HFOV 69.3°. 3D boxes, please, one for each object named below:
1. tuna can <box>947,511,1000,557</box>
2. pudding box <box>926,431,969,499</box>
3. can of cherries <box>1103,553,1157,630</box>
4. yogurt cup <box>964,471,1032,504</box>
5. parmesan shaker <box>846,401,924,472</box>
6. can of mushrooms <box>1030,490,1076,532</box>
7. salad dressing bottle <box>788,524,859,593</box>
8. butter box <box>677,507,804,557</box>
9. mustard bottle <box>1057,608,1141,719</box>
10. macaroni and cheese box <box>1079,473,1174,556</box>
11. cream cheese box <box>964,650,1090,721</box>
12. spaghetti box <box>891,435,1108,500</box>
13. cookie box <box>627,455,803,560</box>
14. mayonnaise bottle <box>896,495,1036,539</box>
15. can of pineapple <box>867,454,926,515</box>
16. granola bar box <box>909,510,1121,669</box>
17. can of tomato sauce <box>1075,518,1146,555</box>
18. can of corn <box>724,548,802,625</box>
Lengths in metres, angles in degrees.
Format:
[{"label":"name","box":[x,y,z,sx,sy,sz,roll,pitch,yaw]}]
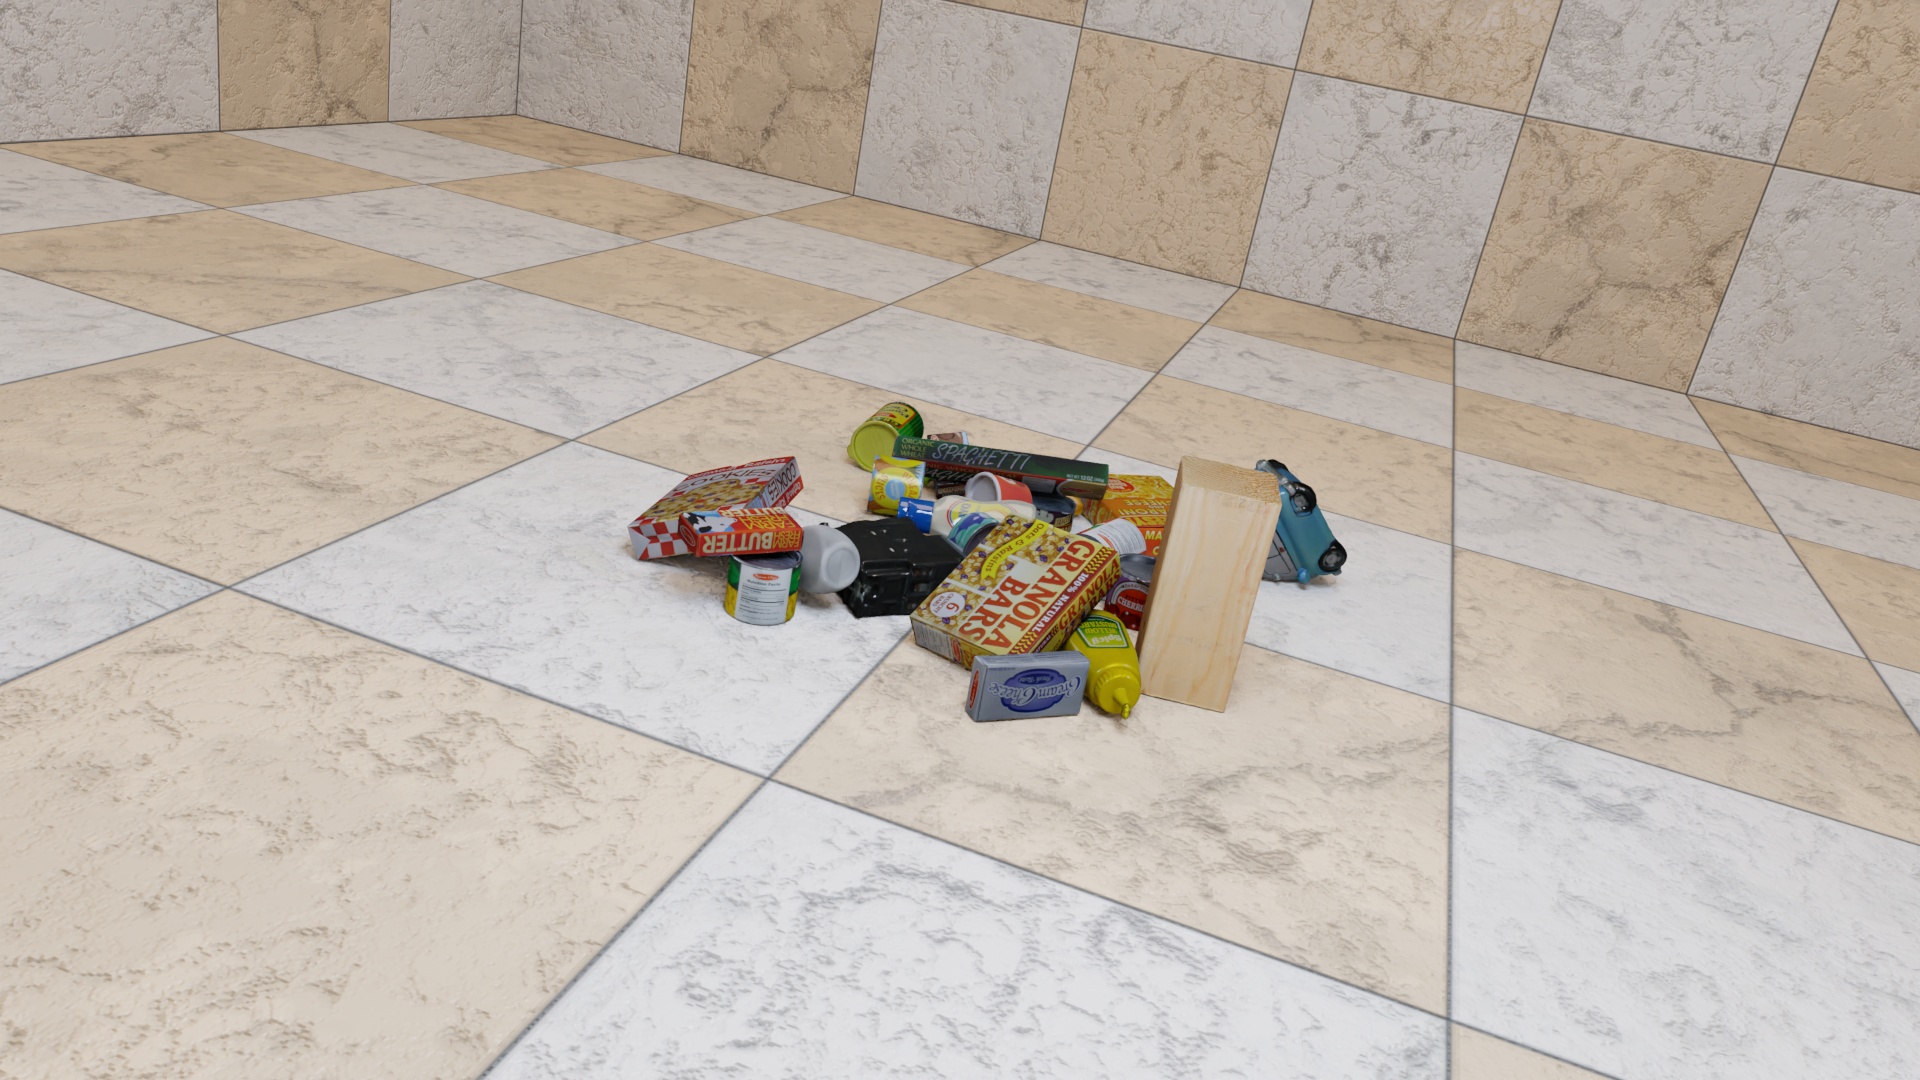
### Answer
[{"label":"tuna can","box":[0.021,0.004,1.441,0.071,0.070,0.033,-6,27,-36]},{"label":"pudding box","box":[-0.010,-0.090,1.653,0.050,0.030,0.084,-6,50,-7]},{"label":"can of cherries","box":[0.182,0.053,1.411,0.071,0.058,0.072,10,22,-4]},{"label":"yogurt cup","box":[0.044,-0.041,1.571,0.054,0.072,0.072,6,21,-34]},{"label":"parmesan shaker","box":[-0.092,-0.128,1.714,0.071,0.071,0.103,14,22,8]},{"label":"can of mushrooms","box":[0.101,-0.031,1.610,0.071,0.033,0.071,10,21,-4]},{"label":"salad dressing bottle","box":[-0.155,0.012,1.333,0.044,0.064,0.147,5,6,-39]},{"label":"butter box","box":[-0.200,-0.008,1.268,0.104,0.024,0.053,-4,25,-30]},{"label":"mustard bottle","box":[0.131,0.114,1.250,0.065,0.048,0.161,0,24,-11]},{"label":"macaroni and cheese box","box":[0.217,-0.032,1.658,0.124,0.040,0.167,1,24,-21]},{"label":"cream cheese box","box":[0.058,0.124,1.189,0.104,0.053,0.024,0,22,-26]},{"label":"spaghetti box","box":[0.045,-0.083,1.597,0.250,0.029,0.050,8,-21,-1]},{"label":"cookie box","box":[-0.242,-0.035,1.394,0.123,0.040,0.168,-9,18,15]},{"label":"mayonnaise bottle","box":[0.005,-0.019,1.503,0.148,0.065,0.041,8,-23,-1]},{"label":"can of pineapple","box":[-0.071,-0.060,1.556,0.058,0.070,0.071,9,22,-3]},{"label":"granola bar box","box":[0.052,0.051,1.282,0.124,0.038,0.166,22,51,31]},{"label":"can of tomato sauce","box":[0.149,0.017,1.476,0.071,0.071,0.083,23,24,28]},{"label":"can of corn","box":[-0.182,0.037,1.280,0.071,0.058,0.071,9,22,-4]}]
